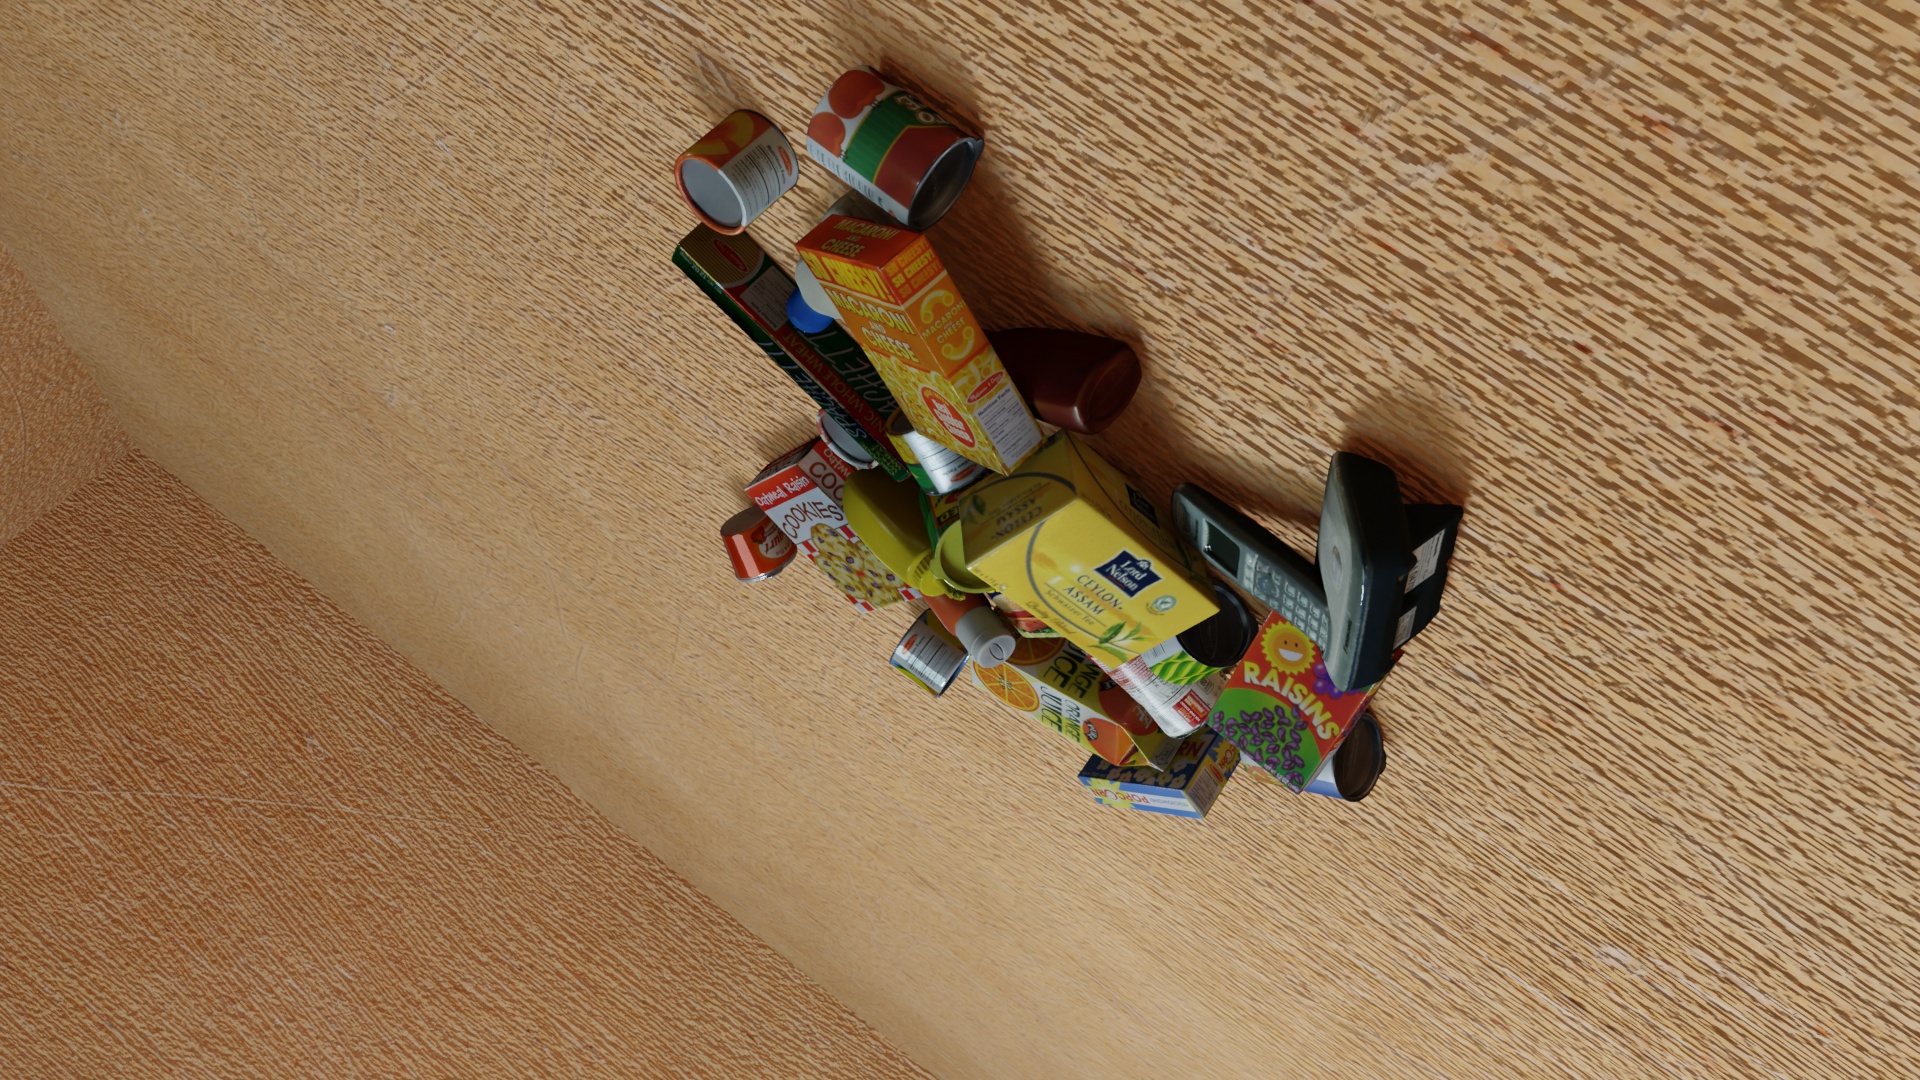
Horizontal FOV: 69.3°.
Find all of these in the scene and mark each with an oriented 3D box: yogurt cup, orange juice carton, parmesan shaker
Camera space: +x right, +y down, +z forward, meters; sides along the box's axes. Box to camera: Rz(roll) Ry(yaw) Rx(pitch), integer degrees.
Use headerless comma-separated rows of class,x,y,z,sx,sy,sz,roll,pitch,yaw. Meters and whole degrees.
yogurt cup,-0.203,0.001,1.382,0.072,0.073,0.053,6,128,47
orange juice carton,0.105,0.121,1.169,0.193,0.072,0.072,27,150,23
parmesan shaker,0.004,-0.013,1.052,0.071,0.071,0.103,57,-174,-28

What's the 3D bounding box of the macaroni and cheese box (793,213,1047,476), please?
macaroni and cheese box,-0.025,-0.128,0.894,0.124,0.040,0.166,29,157,55

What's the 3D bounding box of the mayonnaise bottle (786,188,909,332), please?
mayonnaise bottle,-0.085,-0.192,0.989,0.064,0.041,0.147,45,153,-8

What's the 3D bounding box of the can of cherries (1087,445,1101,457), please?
can of cherries,0.072,-0.030,1.001,0.071,0.072,0.058,23,148,29

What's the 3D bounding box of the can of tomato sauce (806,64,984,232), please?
can of tomato sauce,-0.040,-0.238,0.839,0.083,0.071,0.071,38,152,12

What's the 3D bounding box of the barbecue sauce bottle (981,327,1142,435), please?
barbecue sauce bottle,0.047,-0.114,0.920,0.149,0.065,0.043,23,157,46

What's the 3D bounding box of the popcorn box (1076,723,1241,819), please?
popcorn box,0.170,0.184,1.165,0.126,0.085,0.038,-5,129,52

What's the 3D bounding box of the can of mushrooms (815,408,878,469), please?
can of mushrooms,-0.084,-0.094,1.133,0.071,0.033,0.070,30,150,20

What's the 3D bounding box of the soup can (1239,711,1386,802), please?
soup can,0.263,0.155,1.036,0.083,0.071,0.071,4,135,48

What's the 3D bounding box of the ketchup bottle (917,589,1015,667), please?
ketchup bottle,-0.007,0.045,1.164,0.149,0.043,0.064,51,178,39

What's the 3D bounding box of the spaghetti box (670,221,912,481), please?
spaghetti box,-0.116,-0.149,1.076,0.250,0.050,0.028,44,153,-8

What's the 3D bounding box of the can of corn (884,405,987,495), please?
can of corn,-0.016,-0.078,1.041,0.071,0.071,0.058,3,134,48

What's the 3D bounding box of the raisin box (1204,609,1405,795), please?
raisin box,0.235,0.101,0.958,0.086,0.040,0.122,39,126,22

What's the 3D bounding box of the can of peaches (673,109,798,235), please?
can of peaches,-0.158,-0.255,0.967,0.071,0.058,0.071,29,149,19

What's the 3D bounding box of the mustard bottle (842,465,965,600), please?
mustard bottle,-0.040,0.000,1.126,0.161,0.065,0.048,52,142,40

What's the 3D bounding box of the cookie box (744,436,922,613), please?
cookie box,-0.107,-0.012,1.272,0.167,0.040,0.122,47,151,-14

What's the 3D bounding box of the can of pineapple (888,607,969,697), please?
can of pineapple,-0.025,0.106,1.313,0.058,0.071,0.070,36,151,8

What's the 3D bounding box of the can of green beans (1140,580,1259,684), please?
can of green beans,0.171,0.068,1.020,0.071,0.071,0.057,42,152,-2
